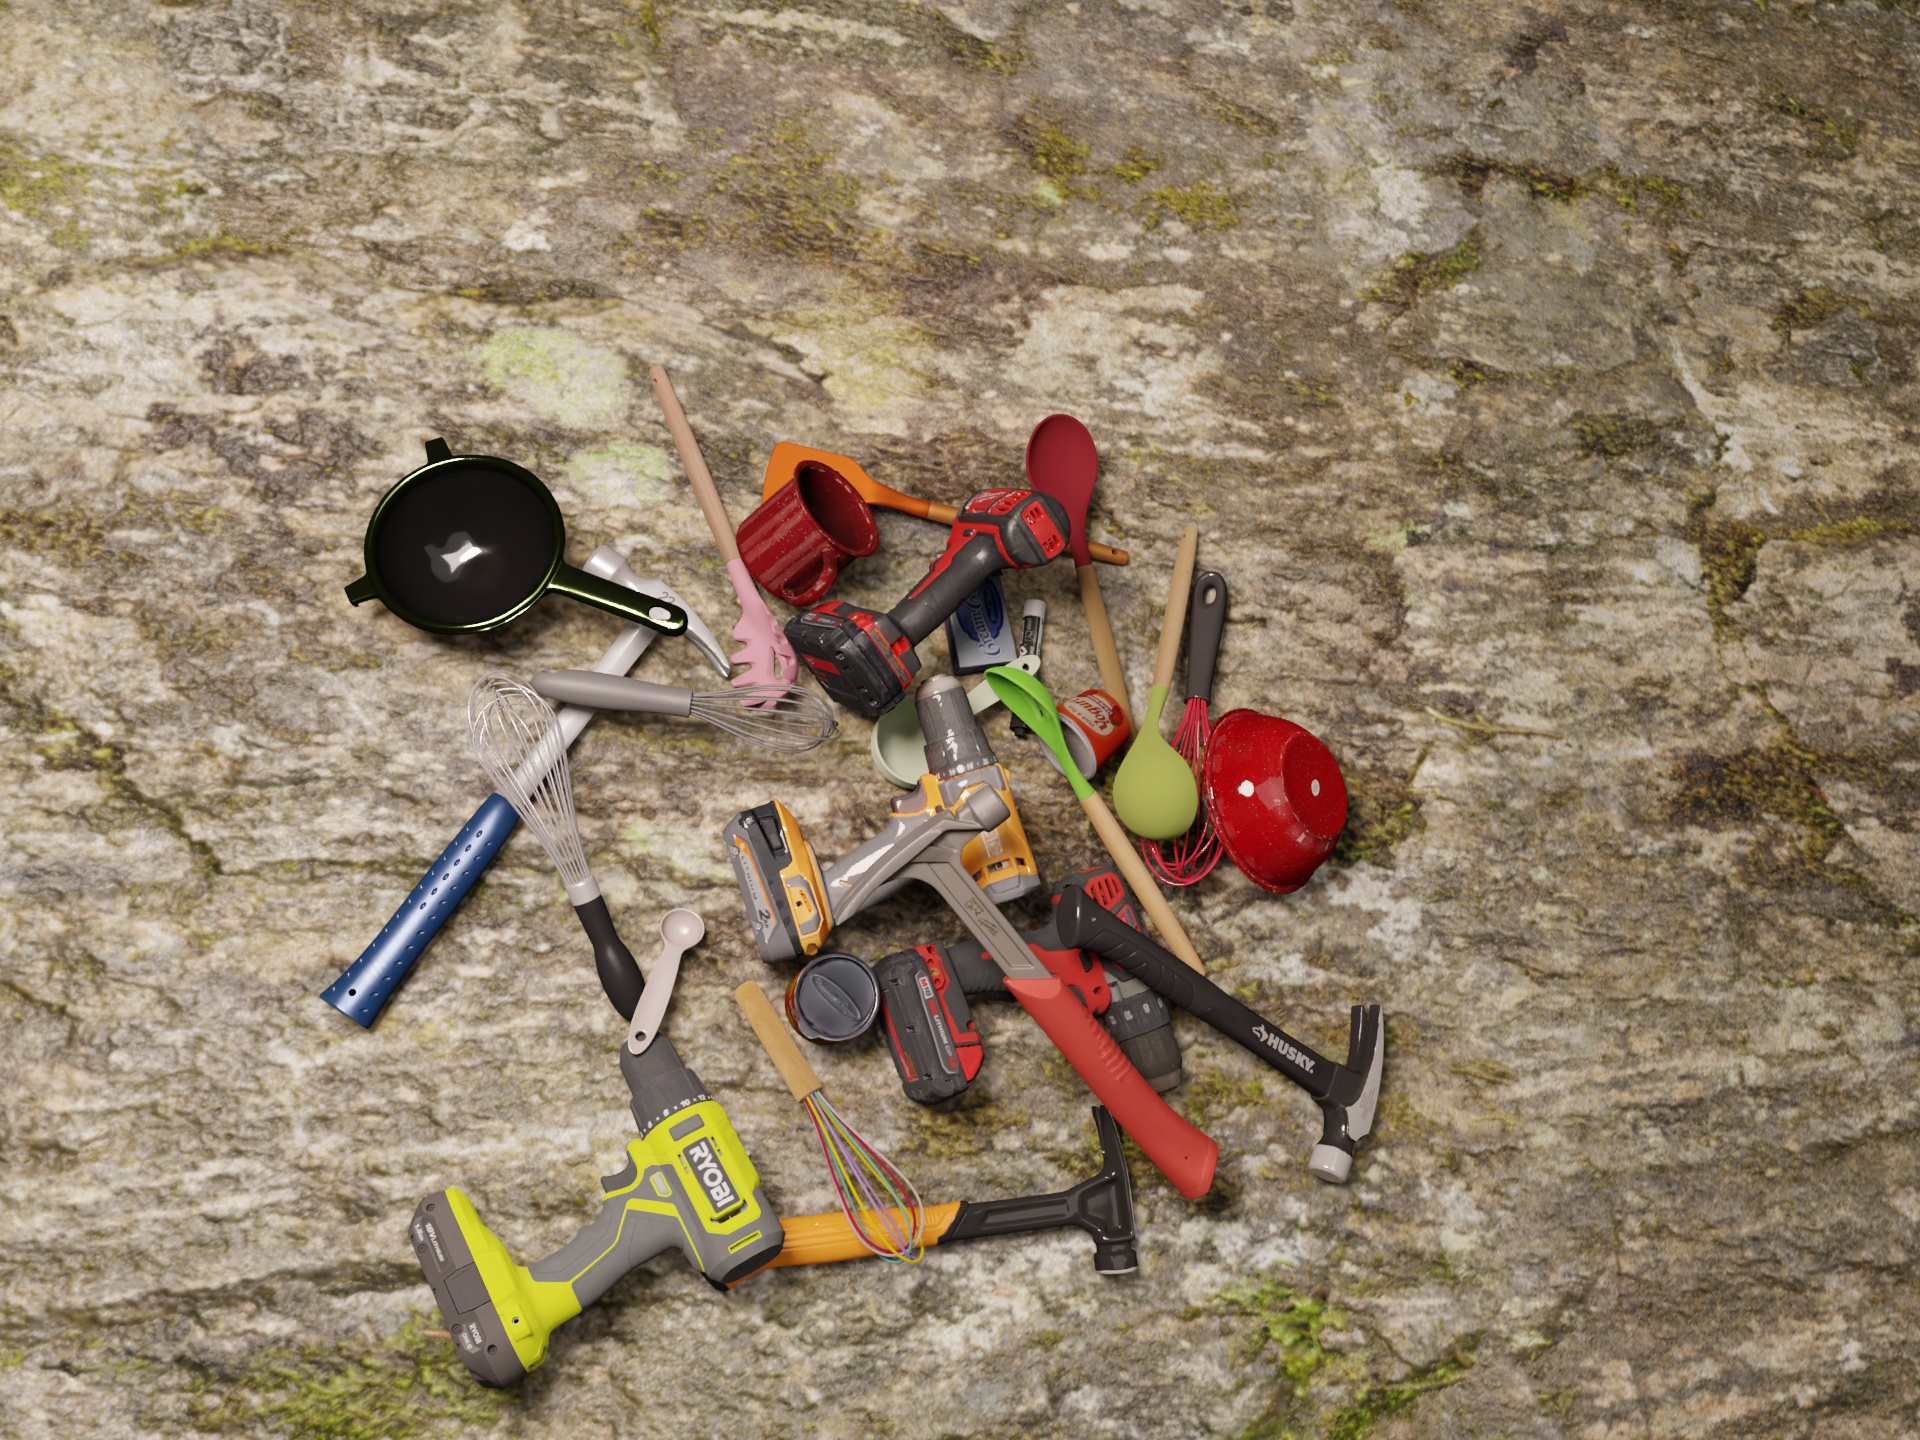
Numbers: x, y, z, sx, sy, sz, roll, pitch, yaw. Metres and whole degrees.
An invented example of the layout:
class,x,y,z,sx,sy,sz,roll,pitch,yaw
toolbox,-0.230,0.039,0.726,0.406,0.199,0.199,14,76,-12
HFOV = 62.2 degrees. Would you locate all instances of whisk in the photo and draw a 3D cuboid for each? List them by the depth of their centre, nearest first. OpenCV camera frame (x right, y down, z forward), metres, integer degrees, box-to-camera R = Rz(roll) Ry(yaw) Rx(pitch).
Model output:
class,x,y,z,sx,sy,sz,roll,pitch,yaw
whisk,-0.291,0.096,1.177,0.070,0.070,0.284,-25,102,-19
whisk,-0.099,0.299,1.188,0.047,0.051,0.245,-18,63,-40
whisk,-0.210,-0.011,1.223,0.239,0.055,0.055,9,73,-7
whisk,0.201,0.002,1.359,0.073,0.073,0.296,14,66,-10

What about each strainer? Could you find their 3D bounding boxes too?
class,x,y,z,sx,sy,sz,roll,pitch,yaw
strainer,-0.328,-0.108,1.232,0.256,0.069,0.151,20,71,3

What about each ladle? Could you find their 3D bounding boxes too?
class,x,y,z,sx,sy,sz,roll,pitch,yaw
ladle,0.182,-0.040,1.340,0.062,0.078,0.320,31,52,-20
ladle,0.114,-0.108,1.365,0.069,0.031,0.315,-12,86,-20

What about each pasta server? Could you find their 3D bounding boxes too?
class,x,y,z,sx,sy,sz,roll,pitch,yaw
pasta server,-0.201,-0.154,1.308,0.040,0.060,0.316,-8,71,-52

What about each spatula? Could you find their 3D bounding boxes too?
class,x,y,z,sx,sy,sz,roll,pitch,yaw
spatula,-0.008,-0.173,1.372,0.322,0.041,0.081,12,73,-15

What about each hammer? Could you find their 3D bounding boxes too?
class,x,y,z,sx,sy,sz,roll,pitch,yaw
hammer,0.068,0.225,1.182,0.149,0.037,0.359,-39,103,-2
hammer,-0.031,0.375,1.206,0.336,0.034,0.127,-4,77,-15
hammer,-0.334,0.057,1.216,0.144,0.035,0.406,35,70,-3
hammer,0.209,0.226,1.264,0.334,0.035,0.146,35,64,-19

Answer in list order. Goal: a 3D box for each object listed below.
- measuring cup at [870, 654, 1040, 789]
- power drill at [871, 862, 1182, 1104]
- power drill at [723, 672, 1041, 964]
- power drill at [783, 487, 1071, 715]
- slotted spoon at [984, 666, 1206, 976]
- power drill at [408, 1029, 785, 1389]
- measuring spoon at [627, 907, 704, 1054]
class,x,y,z,sx,sy,sz,roll,pitch,yaw
measuring cup,-0.002,-0.004,1.318,0.167,0.038,0.083,-35,86,-22
power drill,0.060,0.230,1.250,0.226,0.080,0.188,-17,81,-21
power drill,-0.068,0.077,1.232,0.226,0.084,0.185,-17,87,-9
power drill,-0.025,-0.106,1.266,0.220,0.143,0.078,-41,114,-15
slotted spoon,0.116,0.082,1.298,0.031,0.070,0.313,-35,99,-18
power drill,-0.262,0.341,1.126,0.228,0.080,0.191,-25,65,-20
measuring spoon,-0.226,0.198,1.199,0.034,0.018,0.124,19,54,-4
